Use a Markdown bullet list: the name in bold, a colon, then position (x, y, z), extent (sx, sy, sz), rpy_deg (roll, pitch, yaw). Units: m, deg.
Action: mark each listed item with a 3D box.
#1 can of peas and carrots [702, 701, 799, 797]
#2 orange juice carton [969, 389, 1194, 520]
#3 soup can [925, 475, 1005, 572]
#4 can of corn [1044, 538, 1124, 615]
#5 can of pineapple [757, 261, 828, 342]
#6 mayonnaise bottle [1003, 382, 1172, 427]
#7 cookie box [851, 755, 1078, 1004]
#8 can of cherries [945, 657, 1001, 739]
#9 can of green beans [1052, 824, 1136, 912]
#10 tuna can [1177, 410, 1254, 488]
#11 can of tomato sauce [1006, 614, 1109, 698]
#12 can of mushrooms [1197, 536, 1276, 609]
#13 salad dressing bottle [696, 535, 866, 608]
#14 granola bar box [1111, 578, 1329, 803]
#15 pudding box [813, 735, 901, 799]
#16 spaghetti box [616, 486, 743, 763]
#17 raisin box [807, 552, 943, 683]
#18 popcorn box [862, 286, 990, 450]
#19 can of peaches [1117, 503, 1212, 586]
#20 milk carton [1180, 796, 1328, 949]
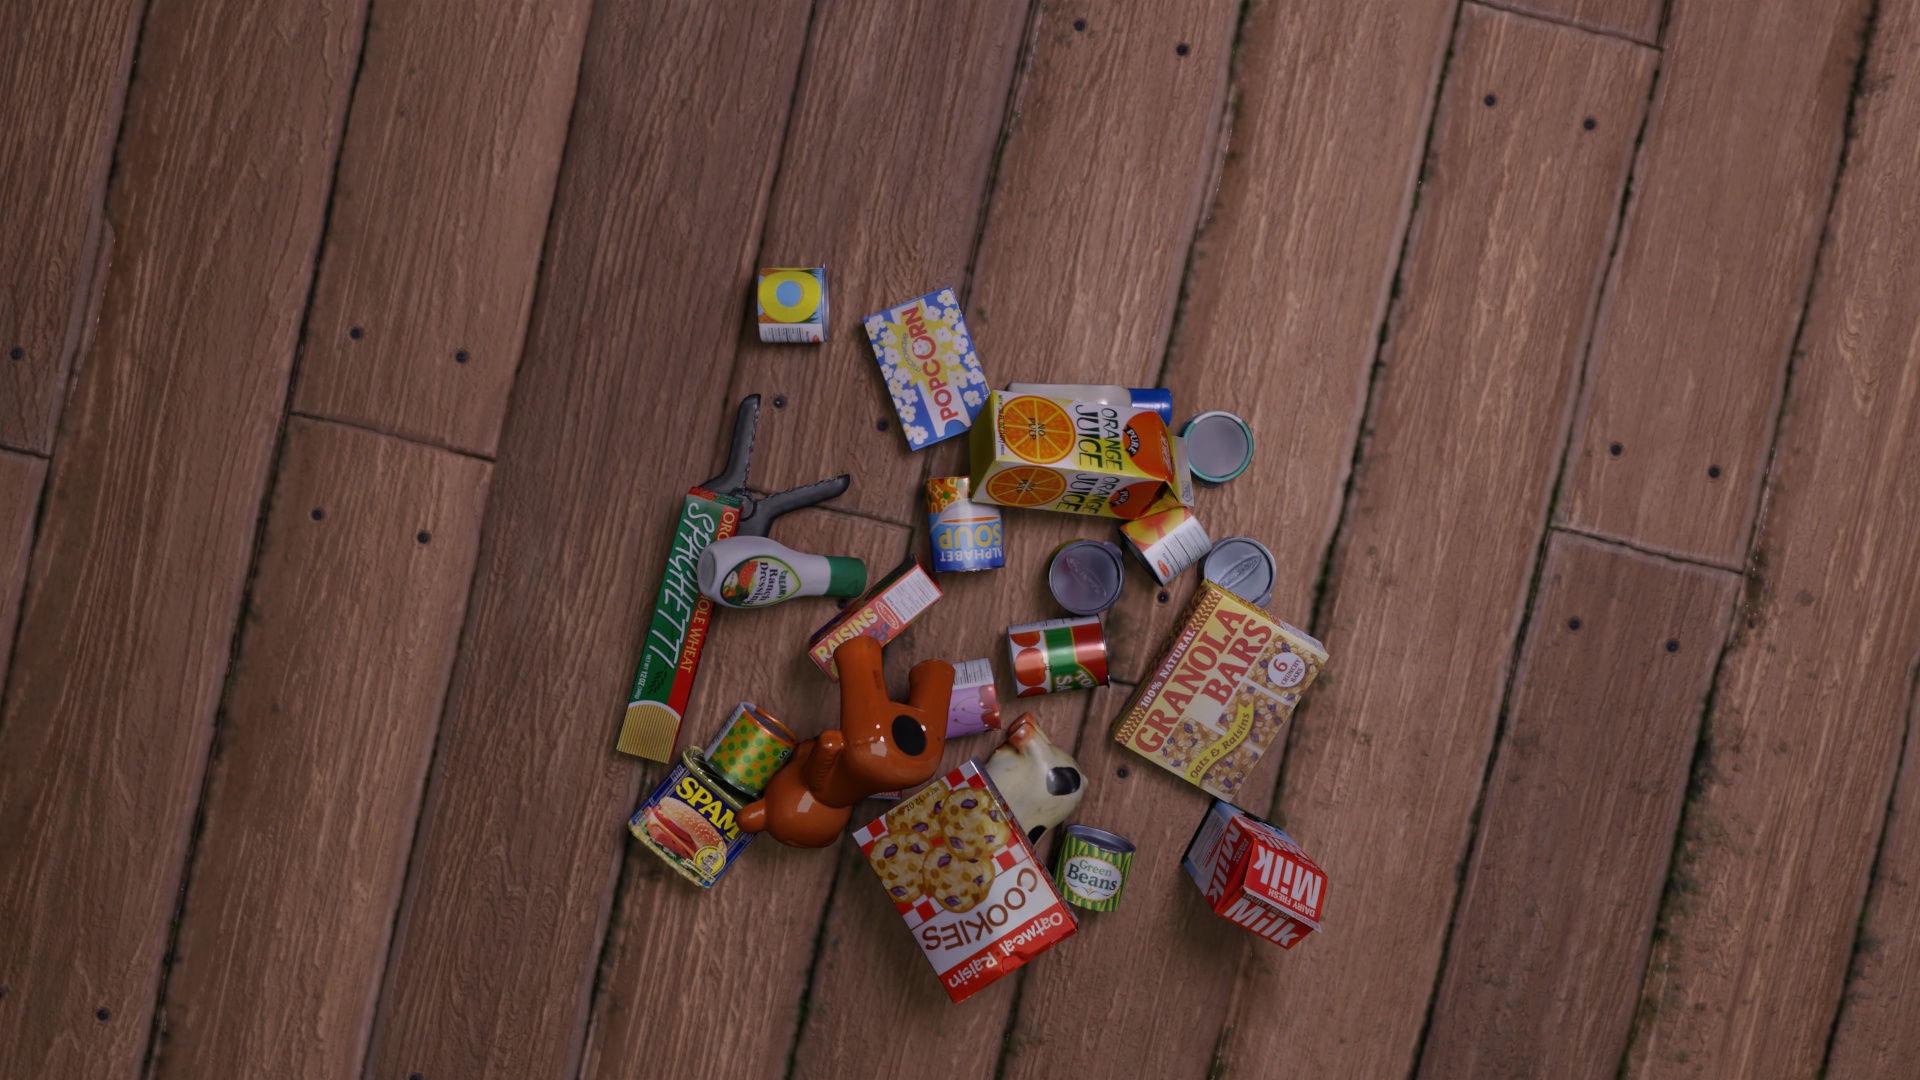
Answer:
- **can of peas and carrots**: position (-0.184, 0.187, 1.237), extent (0.071, 0.071, 0.058), rpy_deg (35, 90, -3)
- **orange juice carton**: position (0.109, -0.070, 1.199), extent (0.193, 0.072, 0.072), rpy_deg (6, 60, -14)
- **soup can**: position (0.004, -0.015, 1.233), extent (0.071, 0.071, 0.083), rpy_deg (-5, 93, -2)
- **can of corn**: position (0.112, 0.029, 1.245), extent (0.071, 0.058, 0.071), rpy_deg (0, 92, -2)
- **can of pineapple**: position (-0.146, -0.209, 1.223), extent (0.058, 0.071, 0.071), rpy_deg (0, 93, -2)
- **mayonnaise bottle**: position (0.113, -0.119, 1.239), extent (0.148, 0.064, 0.041), rpy_deg (0, 80, -6)
- **cookie box**: position (0.005, 0.288, 1.181), extent (0.123, 0.040, 0.167), rpy_deg (-33, 81, 5)
- **can of cherries**: position (0.003, 0.144, 1.243), extent (0.058, 0.071, 0.071), rpy_deg (-10, 93, -2)
- **can of green beans**: position (0.119, 0.295, 1.251), extent (0.071, 0.071, 0.057), rpy_deg (16, 92, -3)
- **tuna can**: position (0.230, -0.082, 1.257), extent (0.071, 0.033, 0.071), rpy_deg (0, 92, -2)
- **can of tomato sauce**: position (0.087, 0.105, 1.242), extent (0.083, 0.071, 0.071), rpy_deg (-8, 93, -1)
- **can of mushrooms**: position (0.252, 0.031, 1.262), extent (0.071, 0.033, 0.071), rpy_deg (0, 92, -2)
- **salad dressing bottle**: position (-0.153, 0.029, 1.211), extent (0.148, 0.044, 0.064), rpy_deg (4, 119, -35)
- **granola bar box**: position (0.231, 0.134, 1.245), extent (0.124, 0.039, 0.165), rpy_deg (29, 104, -4)
- **pudding box**: position (-0.094, 0.206, 1.259), extent (0.084, 0.030, 0.049), rpy_deg (4, 93, -2)
- **spaghetti box**: position (-0.248, 0.076, 1.228), extent (0.050, 0.029, 0.249), rpy_deg (16, 101, -6)
- **raisin box**: position (-0.075, 0.068, 1.226), extent (0.123, 0.086, 0.040), rpy_deg (-38, 98, 0)
- **popcorn box**: position (-0.027, -0.153, 1.243), extent (0.085, 0.038, 0.126), rpy_deg (-21, 93, -2)
- **can of peaches**: position (0.182, -0.003, 1.244), extent (0.058, 0.071, 0.071), rpy_deg (-37, 93, 0)
- **milk carton**: position (0.254, 0.288, 1.193), extent (0.072, 0.190, 0.073), rpy_deg (28, 92, -3)
